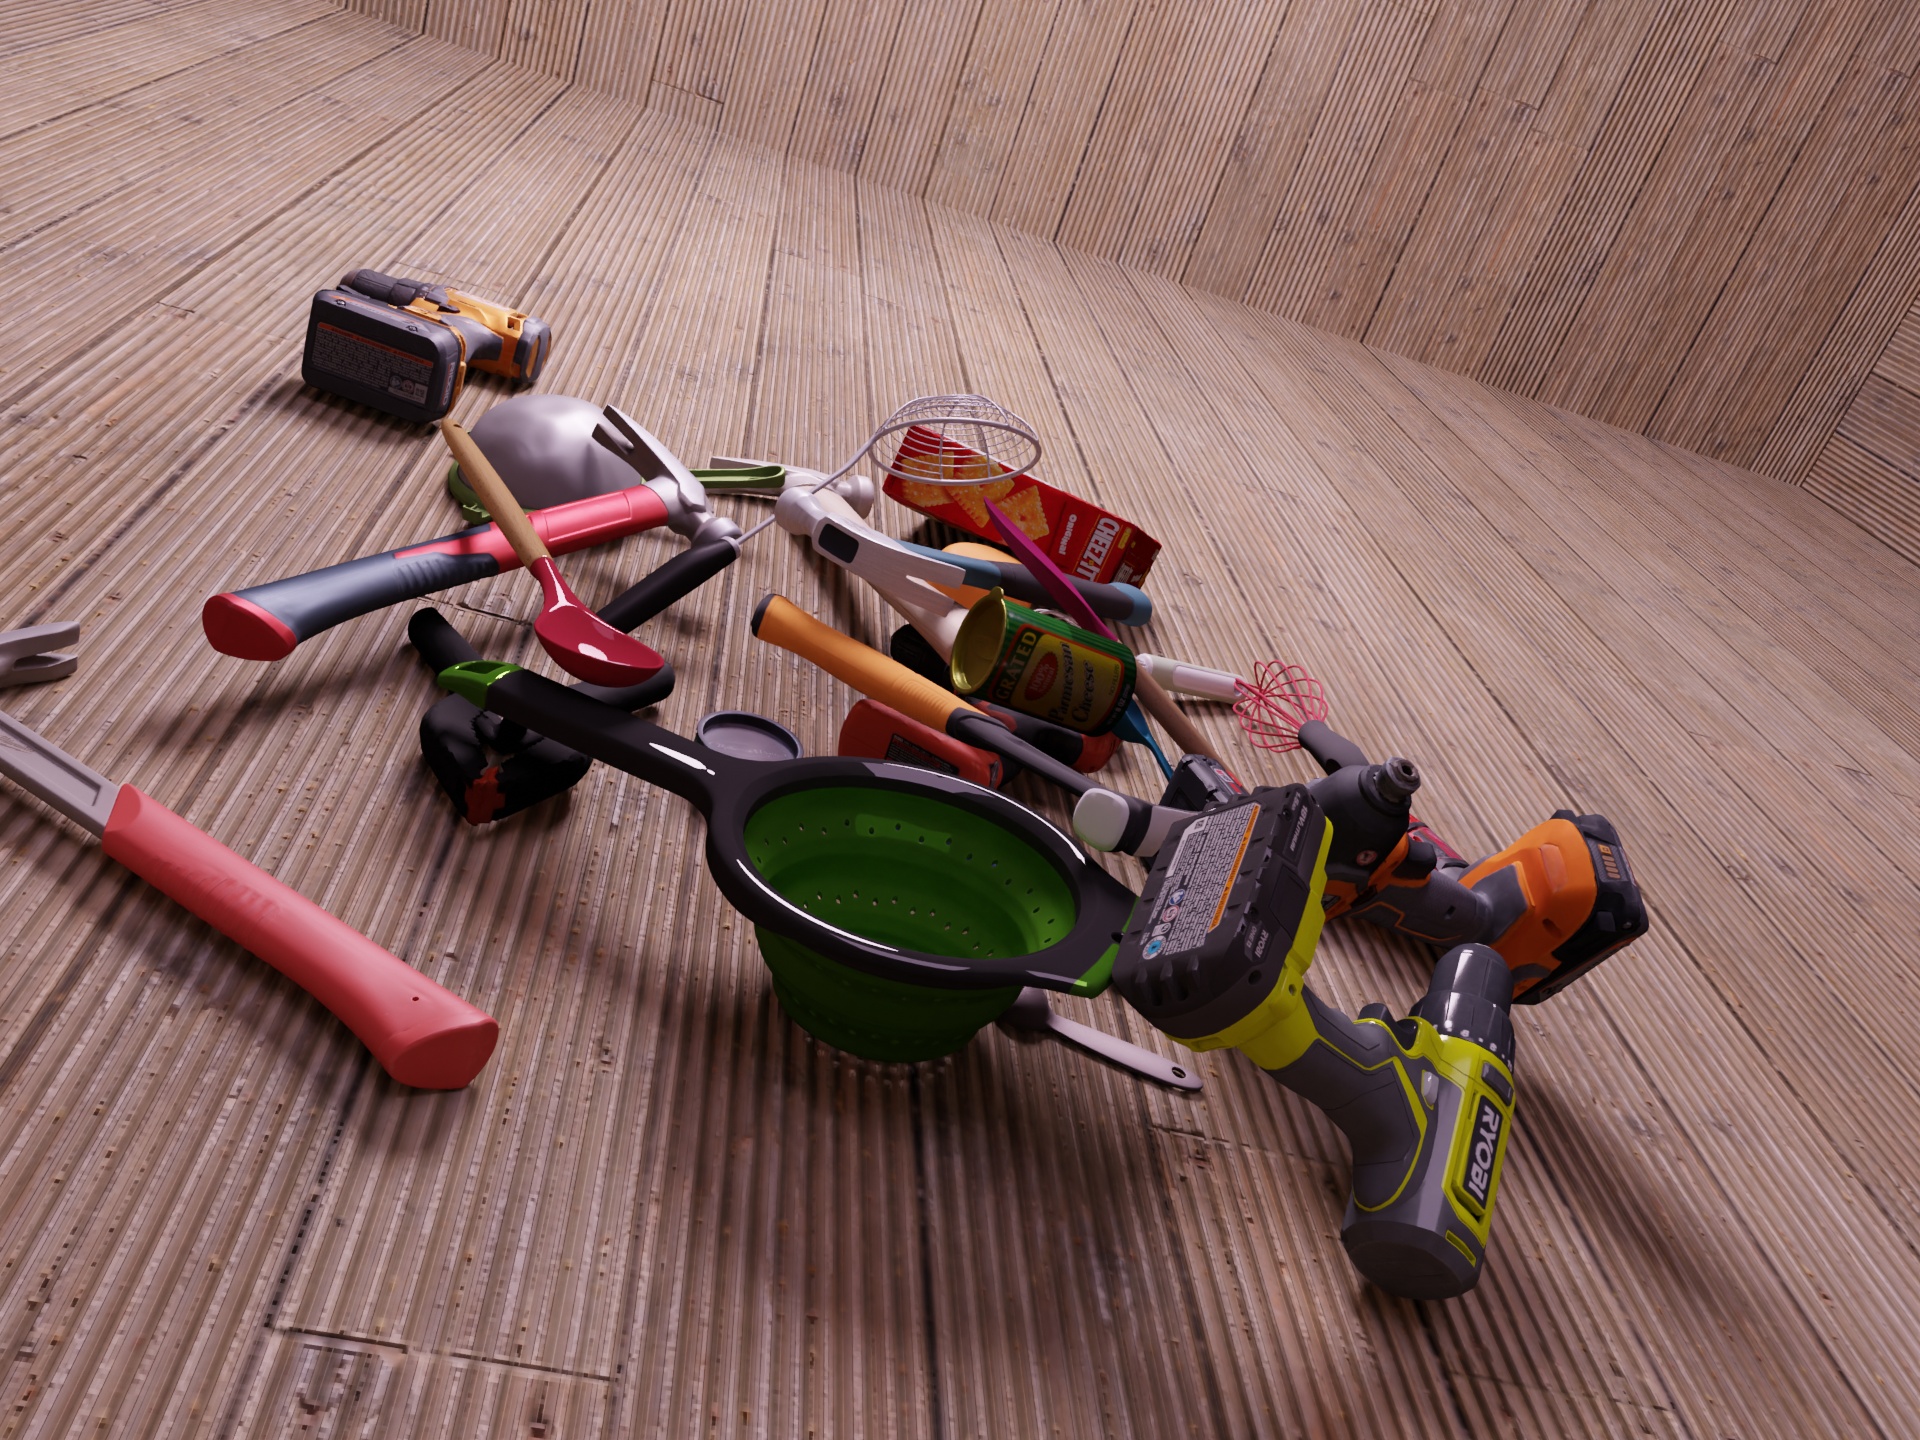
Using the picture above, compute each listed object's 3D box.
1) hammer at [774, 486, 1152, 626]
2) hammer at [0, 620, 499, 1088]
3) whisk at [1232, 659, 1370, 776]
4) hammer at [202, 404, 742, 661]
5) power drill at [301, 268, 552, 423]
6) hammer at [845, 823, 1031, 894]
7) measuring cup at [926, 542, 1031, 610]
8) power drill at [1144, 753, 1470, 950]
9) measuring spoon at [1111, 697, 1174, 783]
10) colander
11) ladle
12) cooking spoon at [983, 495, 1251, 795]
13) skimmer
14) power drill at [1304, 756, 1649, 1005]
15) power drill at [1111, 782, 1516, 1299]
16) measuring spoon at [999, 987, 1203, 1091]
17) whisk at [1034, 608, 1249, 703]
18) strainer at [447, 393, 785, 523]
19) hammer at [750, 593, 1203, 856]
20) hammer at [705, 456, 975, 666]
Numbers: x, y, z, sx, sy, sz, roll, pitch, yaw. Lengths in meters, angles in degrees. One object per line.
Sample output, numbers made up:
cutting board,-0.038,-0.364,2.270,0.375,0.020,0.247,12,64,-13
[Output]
hammer,0.027,-0.102,1.128,0.330,0.033,0.128,6,23,-48
hammer,-0.355,0.059,0.734,0.359,0.036,0.149,28,27,15
whisk,0.254,0.007,1.165,0.073,0.073,0.296,18,11,-6
hammer,-0.306,-0.118,1.004,0.143,0.038,0.386,45,35,11
power drill,-0.466,-0.325,1.332,0.185,0.084,0.226,20,22,-1
hammer,0.112,0.132,0.926,0.405,0.035,0.144,27,27,12
measuring cup,0.024,-0.087,1.254,0.095,0.052,0.174,12,26,-17
power drill,0.242,0.097,1.038,0.219,0.078,0.143,11,24,-26
measuring spoon,0.132,0.036,1.083,0.128,0.021,0.042,59,18,-6
colander,-0.106,0.075,0.822,0.397,0.094,0.204,22,24,15
ladle,-0.256,-0.104,0.938,0.069,0.031,0.316,9,29,-42
cooking spoon,0.118,-0.031,1.090,0.318,0.017,0.069,48,10,-10
skimmer,-0.098,-0.129,1.119,0.363,0.127,0.090,-38,96,-26
power drill,0.270,0.088,0.897,0.226,0.164,0.084,12,50,-20
power drill,0.190,0.138,0.773,0.228,0.080,0.191,45,49,-19
measuring spoon,0.075,0.167,0.853,0.124,0.018,0.034,23,26,3
whisk,0.137,-0.042,1.249,0.246,0.058,0.059,10,-7,-35
strainer,-0.258,-0.208,1.215,0.256,0.069,0.152,-3,33,-18
hammer,-0.002,-0.003,0.946,0.337,0.034,0.127,29,11,35
hammer,-0.077,-0.126,1.208,0.146,0.038,0.411,5,21,-26
